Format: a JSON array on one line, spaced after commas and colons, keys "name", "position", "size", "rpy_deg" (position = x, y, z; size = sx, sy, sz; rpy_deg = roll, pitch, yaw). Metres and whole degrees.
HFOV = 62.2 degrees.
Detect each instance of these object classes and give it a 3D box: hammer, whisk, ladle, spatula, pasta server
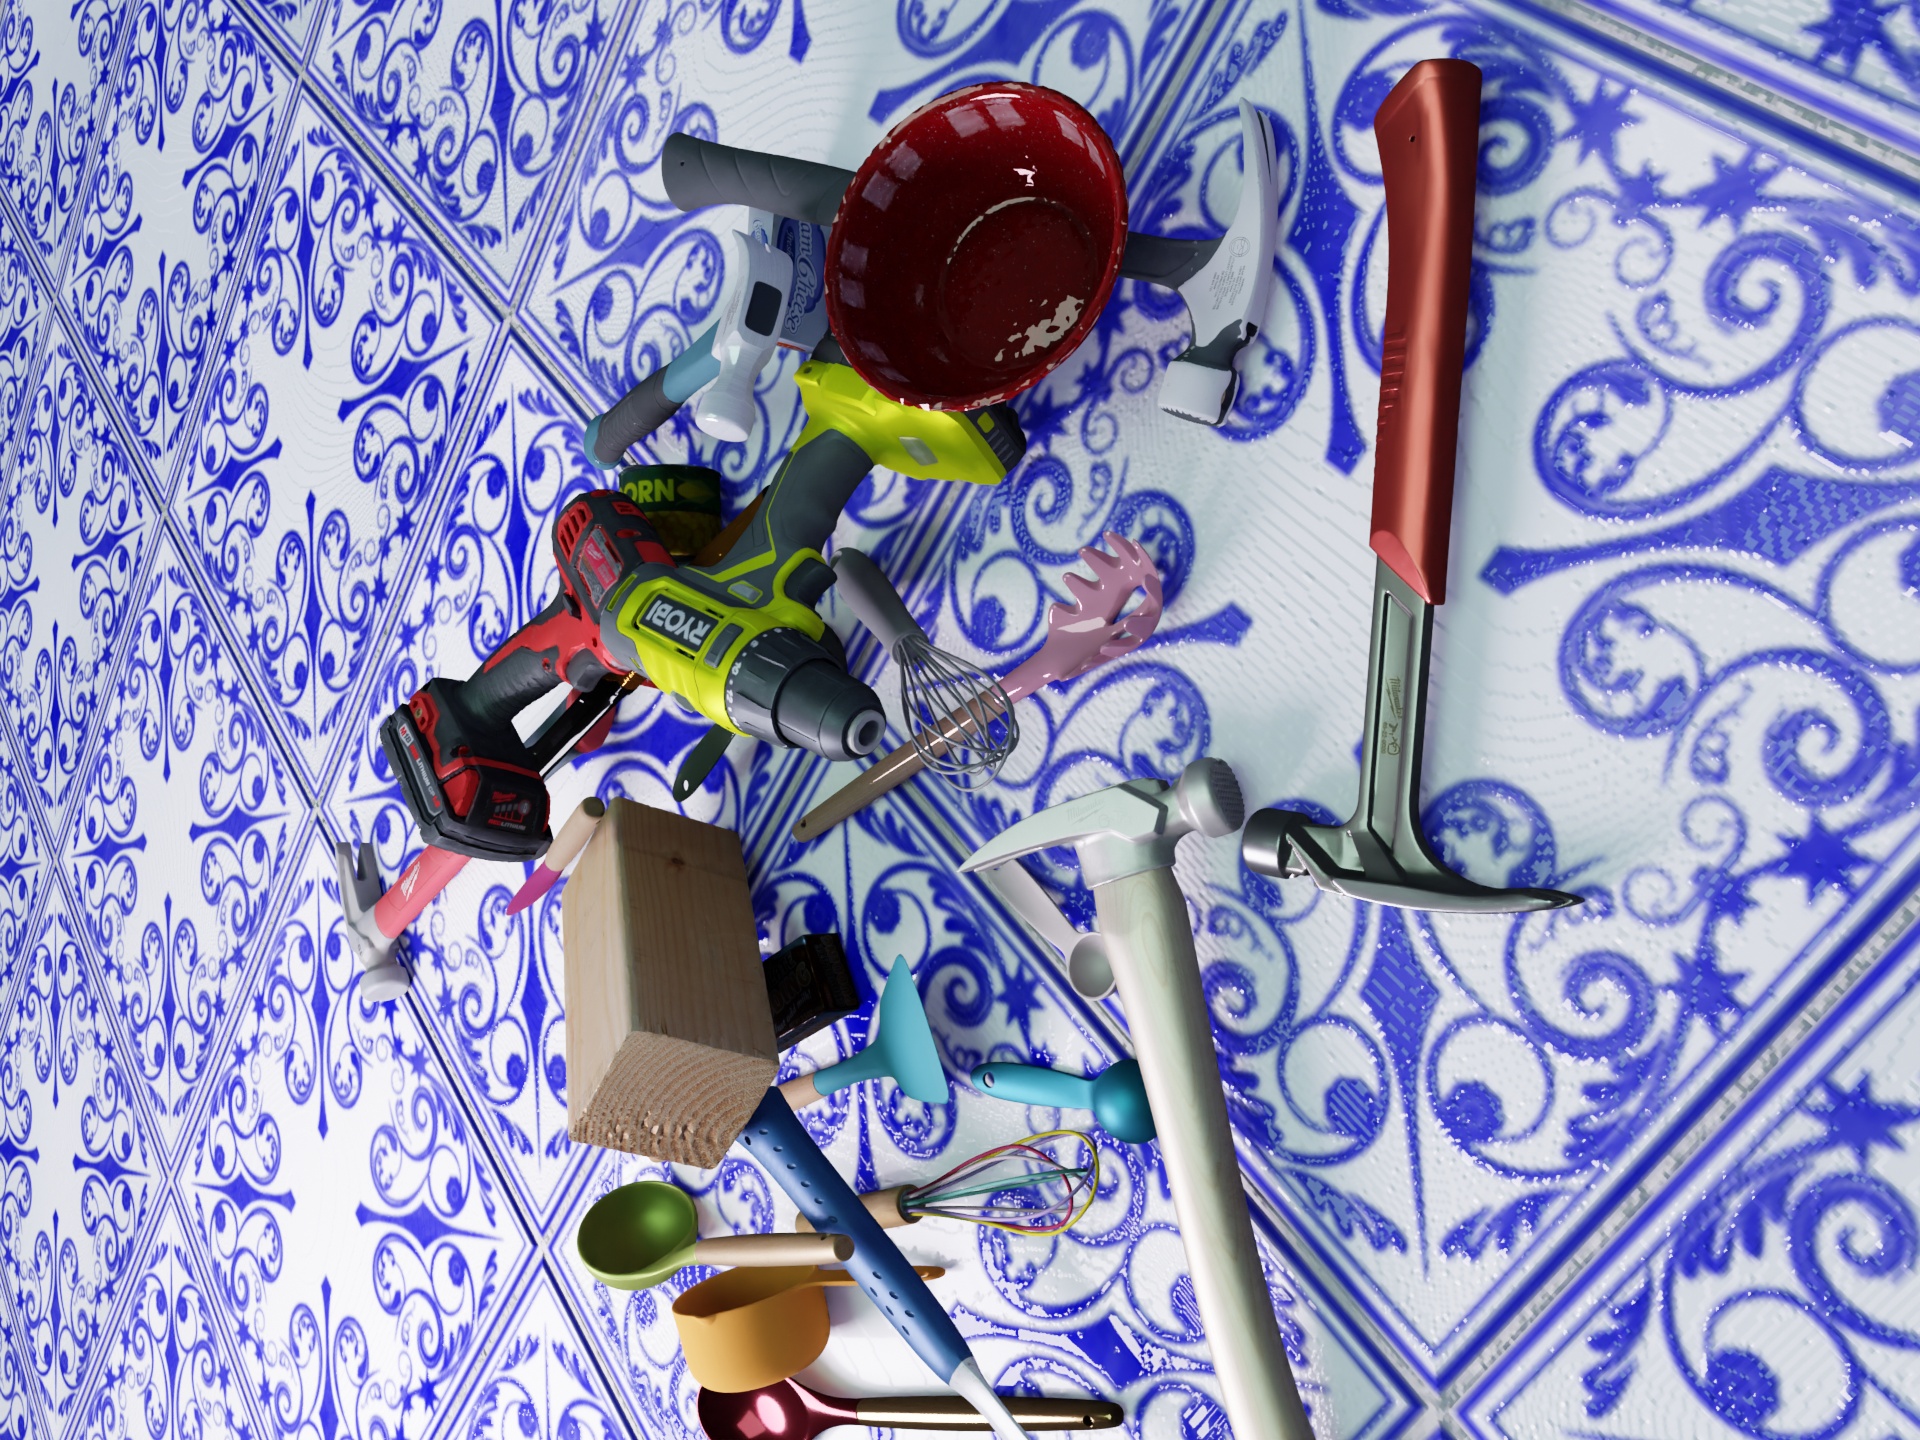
[{"name": "hammer", "position": [0.010, 0.331, 0.796], "size": [0.406, 0.035, 0.144], "rpy_deg": [41, 135, 34]}, {"name": "whisk", "position": [-0.014, 0.264, 0.865], "size": [0.245, 0.051, 0.047], "rpy_deg": [-27, 76, 43]}, {"name": "hammer", "position": [-0.212, -0.045, 1.026], "size": [0.337, 0.034, 0.127], "rpy_deg": [-39, 60, 32]}, {"name": "hammer", "position": [-0.382, 0.071, 1.227], "size": [0.386, 0.038, 0.143], "rpy_deg": [-40, 60, 35]}, {"name": "whisk", "position": [-0.028, -0.037, 0.863], "size": [0.055, 0.055, 0.239], "rpy_deg": [-64, 33, 20]}, {"name": "hammer", "position": [0.109, 0.232, 0.737], "size": [0.146, 0.038, 0.411], "rpy_deg": [-21, 75, 27]}, {"name": "hammer", "position": [-0.178, -0.204, 0.976], "size": [0.331, 0.033, 0.128], "rpy_deg": [-6, 67, 63]}, {"name": "ladle", "position": [-0.037, 0.386, 0.889], "size": [0.315, 0.031, 0.069], "rpy_deg": [-20, 90, 39]}, {"name": "spatula", "position": [-0.107, 0.224, 0.953], "size": [0.317, 0.044, 0.082], "rpy_deg": [-32, 71, 39]}, {"name": "hammer", "position": [-0.014, -0.276, 0.856], "size": [0.409, 0.036, 0.149], "rpy_deg": [23, 101, 32]}, {"name": "ladle", "position": [-0.144, 0.296, 0.920], "size": [0.062, 0.078, 0.320], "rpy_deg": [59, 145, -1]}, {"name": "pasta server", "position": [-0.001, -0.003, 0.869], "size": [0.316, 0.040, 0.060], "rpy_deg": [-34, 53, 38]}, {"name": "hammer", "position": [0.202, -0.099, 0.681], "size": [0.149, 0.036, 0.359], "rpy_deg": [6, 92, 43]}]

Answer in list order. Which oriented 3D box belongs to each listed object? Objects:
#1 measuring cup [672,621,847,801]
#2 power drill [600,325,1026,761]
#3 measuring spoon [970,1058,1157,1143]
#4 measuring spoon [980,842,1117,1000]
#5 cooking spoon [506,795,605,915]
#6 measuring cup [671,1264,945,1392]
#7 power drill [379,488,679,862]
[{"name": "measuring cup", "position": [-0.127, 0.000, 0.989], "size": [0.167, 0.038, 0.083], "rpy_deg": [-47, 58, 34]}, {"name": "power drill", "position": [-0.067, -0.092, 0.839], "size": [0.191, 0.080, 0.228], "rpy_deg": [26, 77, 39]}, {"name": "measuring spoon", "position": [0.048, 0.192, 0.820], "size": [0.129, 0.021, 0.042], "rpy_deg": [-3, 86, 42]}, {"name": "measuring spoon", "position": [0.048, 0.102, 0.835], "size": [0.124, 0.018, 0.034], "rpy_deg": [44, 113, 43]}, {"name": "cooking spoon", "position": [-0.257, 0.086, 1.022], "size": [0.017, 0.069, 0.319], "rpy_deg": [41, 156, -6]}, {"name": "measuring cup", "position": [-0.082, 0.344, 0.911], "size": [0.173, 0.095, 0.052], "rpy_deg": [-13, 89, 23]}, {"name": "power drill", "position": [-0.247, -0.021, 0.969], "size": [0.219, 0.078, 0.143], "rpy_deg": [-46, 57, 16]}]
